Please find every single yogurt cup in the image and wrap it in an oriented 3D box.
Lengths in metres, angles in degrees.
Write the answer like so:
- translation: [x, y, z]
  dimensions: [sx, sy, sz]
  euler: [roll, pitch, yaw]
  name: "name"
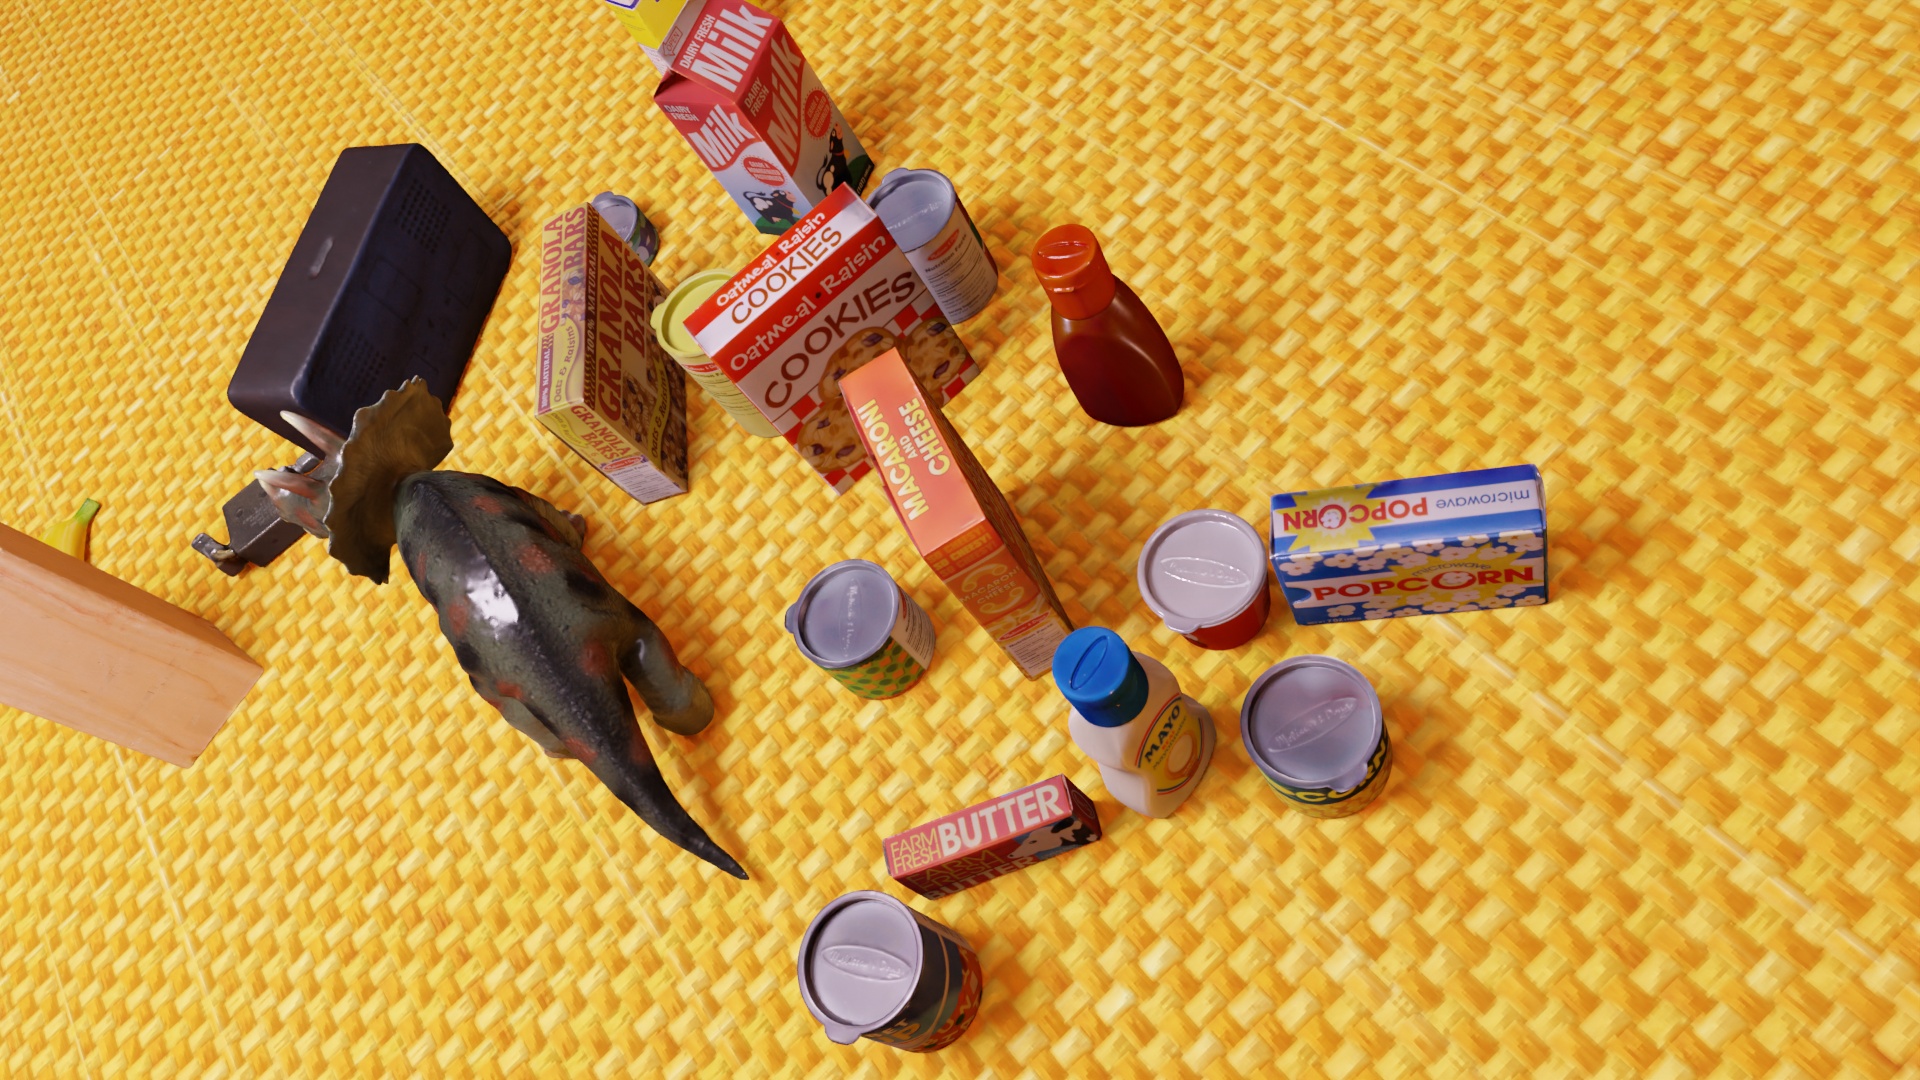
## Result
- translation: [0.133, 0.024, 0.740]
  dimensions: [0.072, 0.053, 0.073]
  euler: [-10, 60, 18]
  name: "yogurt cup"

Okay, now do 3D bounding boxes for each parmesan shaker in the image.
- translation: [-0.145, -0.120, 0.907]
  dimensions: [0.071, 0.102, 0.071]
  euler: [-10, 61, 19]
  name: "parmesan shaker"

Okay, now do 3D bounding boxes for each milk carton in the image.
- translation: [-0.139, -0.289, 0.942]
  dimensions: [0.073, 0.190, 0.072]
  euler: [12, 70, 28]
  name: "milk carton"

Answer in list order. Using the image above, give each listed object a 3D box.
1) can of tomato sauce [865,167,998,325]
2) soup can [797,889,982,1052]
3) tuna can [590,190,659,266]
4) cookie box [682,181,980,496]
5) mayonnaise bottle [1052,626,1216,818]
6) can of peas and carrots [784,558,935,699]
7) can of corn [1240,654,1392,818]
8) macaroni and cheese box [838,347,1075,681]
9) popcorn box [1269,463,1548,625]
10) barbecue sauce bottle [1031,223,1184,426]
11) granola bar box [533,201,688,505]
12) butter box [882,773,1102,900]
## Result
- translation: [-0.020, -0.190, 0.903]
  dimensions: [0.071, 0.083, 0.071]
  euler: [-10, 60, 18]
  name: "can of tomato sauce"
- translation: [-0.034, 0.218, 0.690]
  dimensions: [0.071, 0.083, 0.071]
  euler: [-10, 60, 18]
  name: "soup can"
- translation: [-0.266, -0.230, 1.060]
  dimensions: [0.071, 0.032, 0.071]
  euler: [-10, 60, 18]
  name: "tuna can"
- translation: [-0.072, -0.116, 0.834]
  dimensions: [0.123, 0.167, 0.040]
  euler: [-41, 56, -1]
  name: "cookie box"
- translation: [0.083, 0.086, 0.671]
  dimensions: [0.041, 0.147, 0.065]
  euler: [26, 77, 32]
  name: "mayonnaise bottle"
- translation: [-0.057, 0.053, 0.803]
  dimensions: [0.071, 0.058, 0.071]
  euler: [-10, 60, 18]
  name: "can of peas and carrots"
- translation: [0.176, 0.099, 0.678]
  dimensions: [0.071, 0.058, 0.071]
  euler: [-10, 60, 18]
  name: "can of corn"
- translation: [0.003, -0.009, 0.746]
  dimensions: [0.040, 0.166, 0.124]
  euler: [-31, 56, 6]
  name: "macaroni and cheese box"
- translation: [0.224, 0.005, 0.692]
  dimensions: [0.126, 0.085, 0.038]
  euler: [-7, 62, 20]
  name: "popcorn box"
- translation: [0.080, -0.118, 0.782]
  dimensions: [0.065, 0.148, 0.044]
  euler: [1, 65, 24]
  name: "barbecue sauce bottle"
- translation: [-0.233, -0.124, 0.933]
  dimensions: [0.039, 0.124, 0.166]
  euler: [-17, 58, 15]
  name: "granola bar box"
- translation: [0.017, 0.155, 0.720]
  dimensions: [0.103, 0.053, 0.024]
  euler: [-22, 57, 11]
  name: "butter box"
